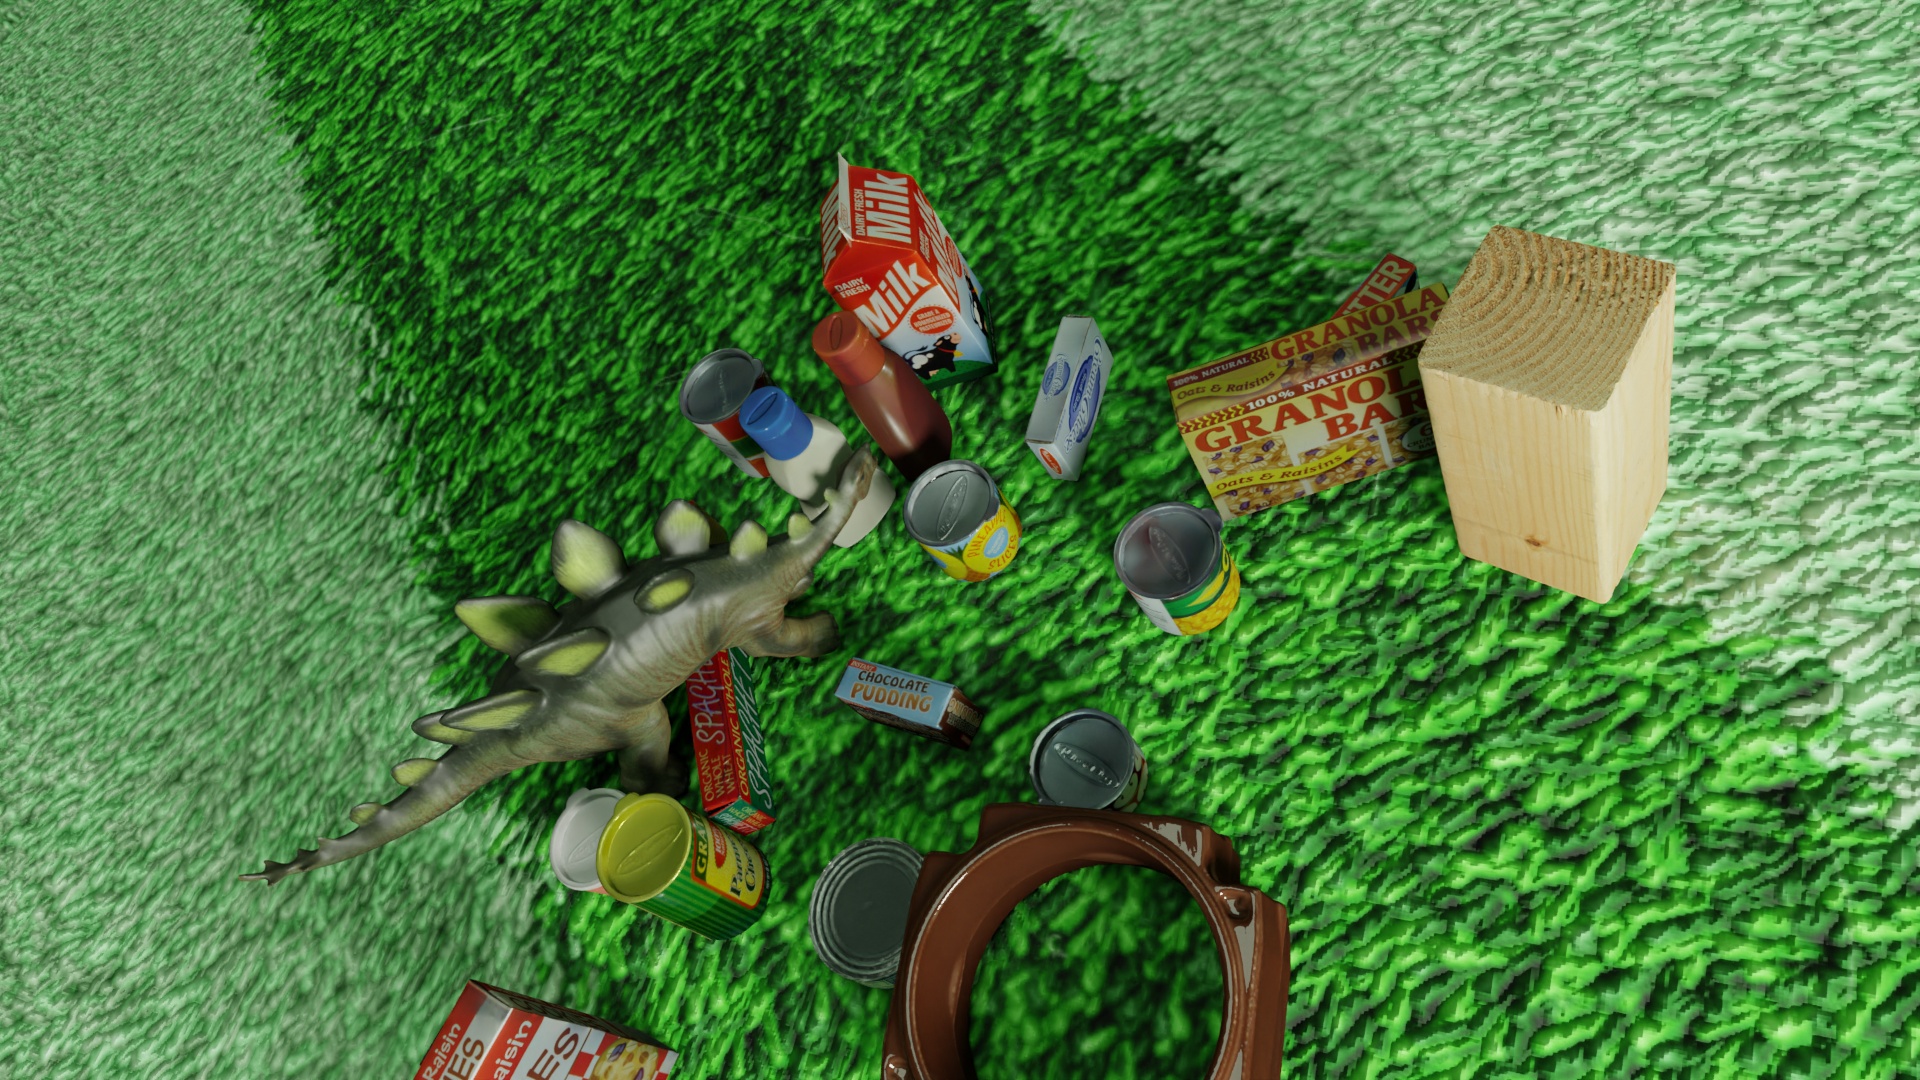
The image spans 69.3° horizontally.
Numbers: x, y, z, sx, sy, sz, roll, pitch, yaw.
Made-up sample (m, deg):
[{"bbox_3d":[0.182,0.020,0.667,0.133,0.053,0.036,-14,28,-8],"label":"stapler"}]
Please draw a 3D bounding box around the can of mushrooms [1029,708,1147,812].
[{"bbox_3d":[0.076,0.139,0.836,0.071,0.033,0.071,-11,58,19],"label":"can of mushrooms"}]

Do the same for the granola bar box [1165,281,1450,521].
[{"bbox_3d":[0.220,-0.080,0.837,0.165,0.124,0.039,-18,57,15],"label":"granola bar box"}]

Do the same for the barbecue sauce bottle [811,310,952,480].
[{"bbox_3d":[-0.053,-0.102,0.963,0.043,0.148,0.065,-12,59,19],"label":"barbecue sauce bottle"}]

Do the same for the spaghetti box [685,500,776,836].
[{"bbox_3d":[-0.171,0.084,0.972,0.028,0.050,0.251,-24,55,11],"label":"spaghetti box"}]

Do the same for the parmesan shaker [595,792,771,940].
[{"bbox_3d":[-0.171,0.204,0.871,0.071,0.102,0.071,-11,59,19],"label":"parmesan shaker"}]

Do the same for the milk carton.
[{"bbox_3d":[-0.043,-0.187,0.980,0.073,0.190,0.072,-15,57,17],"label":"milk carton"}]

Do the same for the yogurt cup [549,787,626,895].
[{"bbox_3d":[-0.231,0.206,0.928,0.072,0.053,0.073,-11,58,19],"label":"yogurt cup"}]

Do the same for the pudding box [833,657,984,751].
[{"bbox_3d":[-0.033,0.105,0.896,0.084,0.049,0.030,13,69,30],"label":"pudding box"}]

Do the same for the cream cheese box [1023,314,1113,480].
[{"bbox_3d":[0.076,-0.098,0.959,0.024,0.053,0.104,6,65,28],"label":"cream cheese box"}]

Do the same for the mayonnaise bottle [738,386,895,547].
[{"bbox_3d":[-0.100,-0.053,0.957,0.065,0.147,0.041,-48,54,-6],"label":"mayonnaise bottle"}]

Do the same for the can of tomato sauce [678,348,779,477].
[{"bbox_3d":[-0.161,-0.096,1.050,0.071,0.083,0.071,-11,59,19],"label":"can of tomato sauce"}]

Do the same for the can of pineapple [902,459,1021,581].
[{"bbox_3d":[0.003,-0.012,0.941,0.071,0.057,0.071,-11,59,19],"label":"can of pineapple"}]

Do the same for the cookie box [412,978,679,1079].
[{"bbox_3d":[-0.249,0.331,0.794,0.040,0.167,0.123,16,71,31],"label":"cookie box"}]

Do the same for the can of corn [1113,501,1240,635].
[{"bbox_3d":[0.137,0.017,0.862,0.071,0.058,0.071,-11,59,19],"label":"can of corn"}]

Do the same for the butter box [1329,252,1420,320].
[{"bbox_3d":[0.256,-0.129,0.893,0.103,0.053,0.024,-48,54,-6],"label":"butter box"}]
